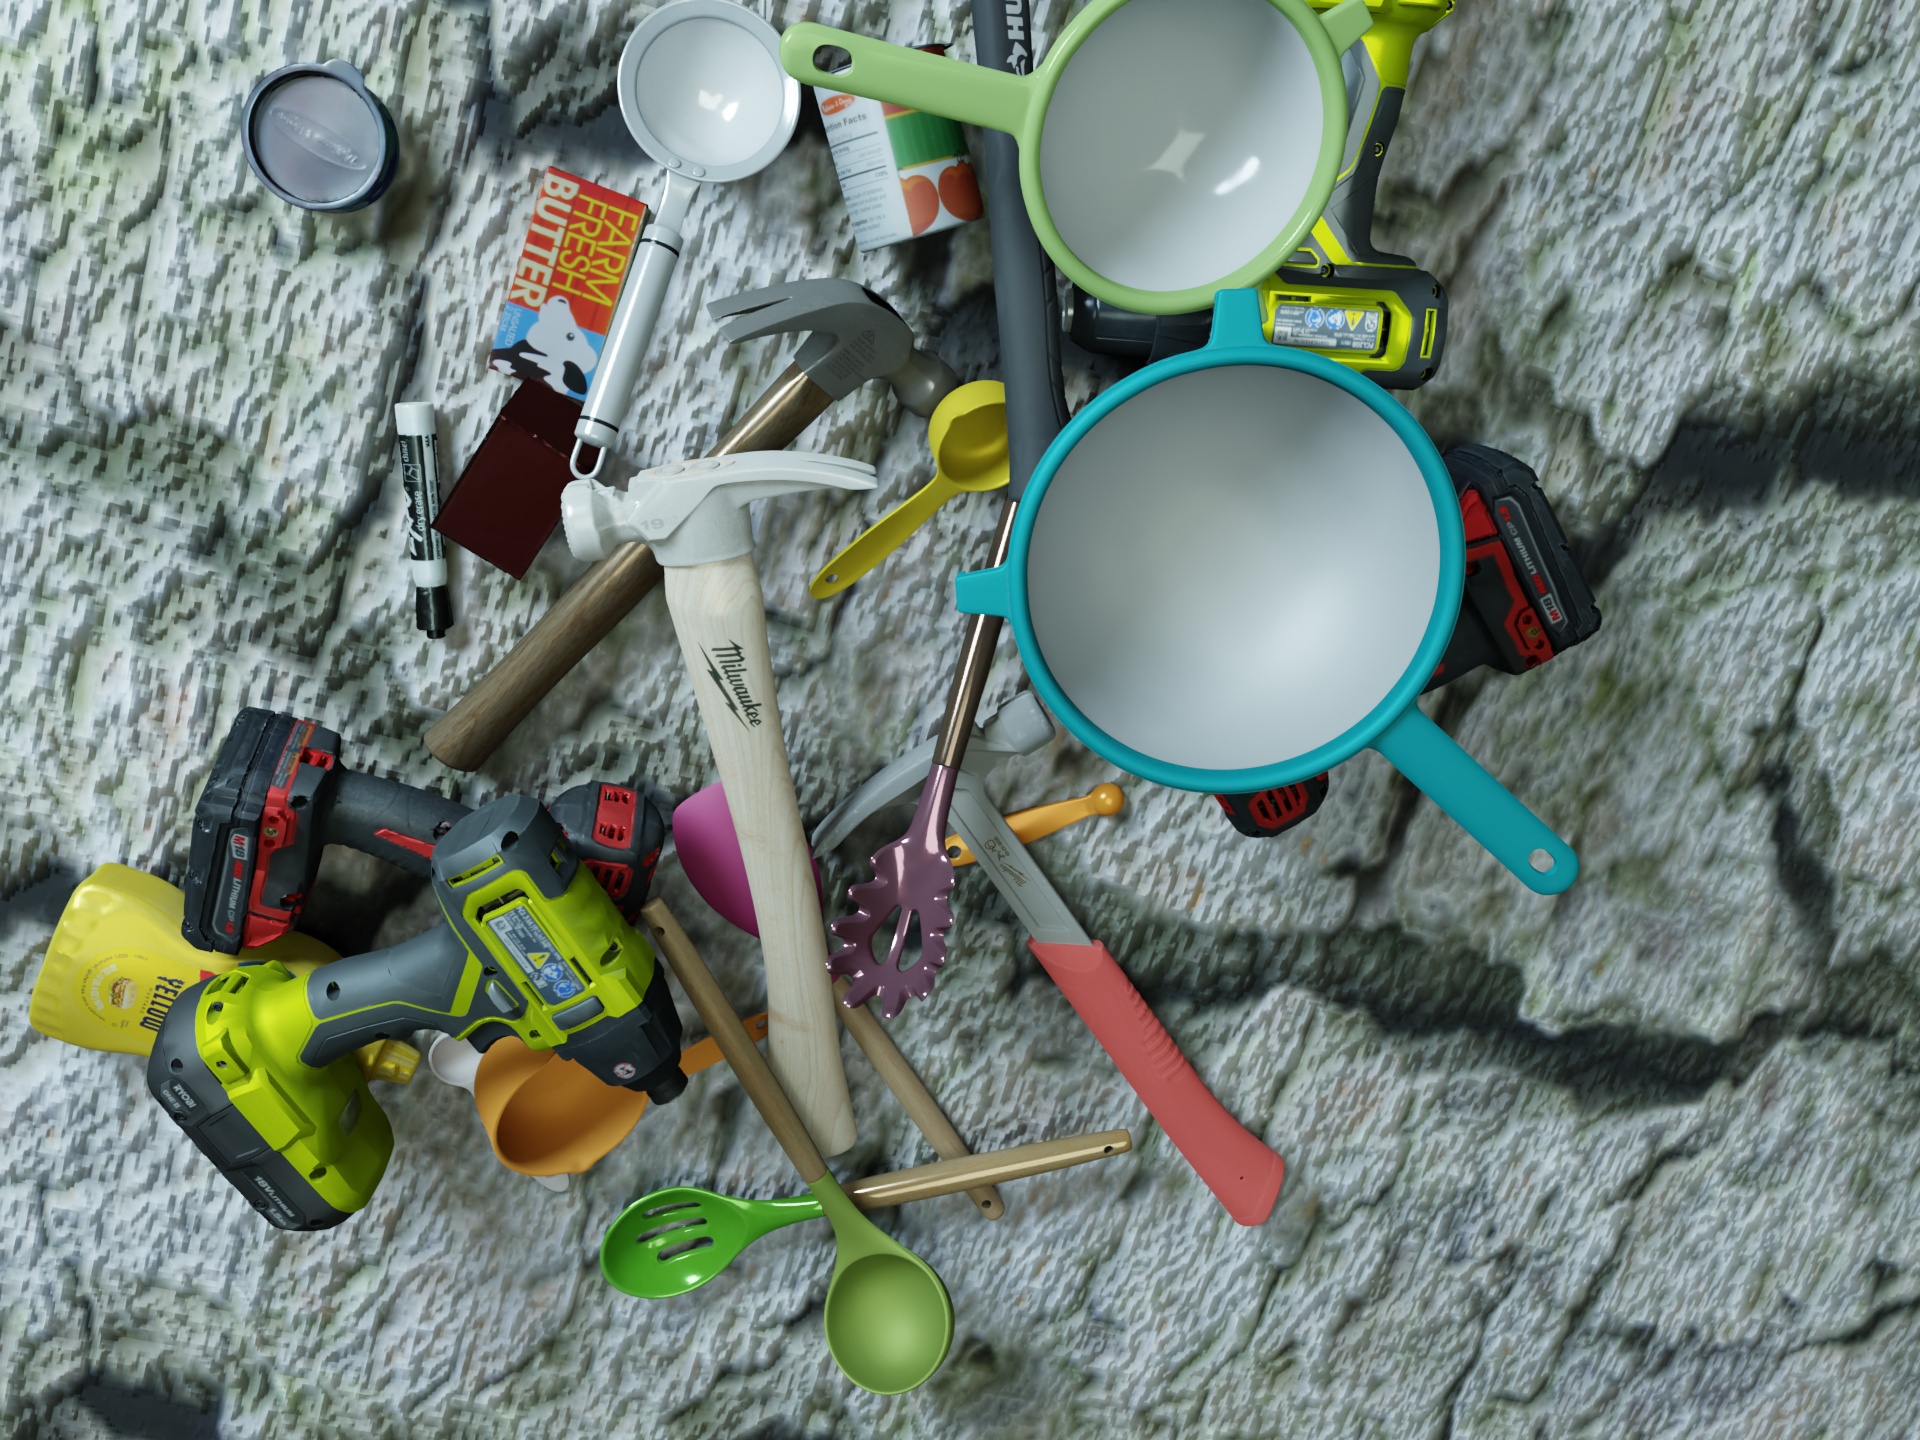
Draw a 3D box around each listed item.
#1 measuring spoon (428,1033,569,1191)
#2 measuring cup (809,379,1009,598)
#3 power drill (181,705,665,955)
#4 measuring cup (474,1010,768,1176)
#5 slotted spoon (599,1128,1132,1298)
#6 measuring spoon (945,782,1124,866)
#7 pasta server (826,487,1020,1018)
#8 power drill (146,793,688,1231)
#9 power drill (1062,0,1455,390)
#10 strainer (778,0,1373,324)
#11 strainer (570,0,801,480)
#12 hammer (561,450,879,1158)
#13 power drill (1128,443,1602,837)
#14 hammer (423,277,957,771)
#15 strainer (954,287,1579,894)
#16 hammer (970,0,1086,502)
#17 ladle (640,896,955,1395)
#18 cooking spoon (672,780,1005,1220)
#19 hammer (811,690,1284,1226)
[{"bbox_3d":[-0.259,0.222,0.908,0.034,0.018,0.124,-29,113,0],"label":"measuring spoon"},{"bbox_3d":[-0.025,-0.120,0.834,0.156,0.029,0.062,-38,139,21],"label":"measuring cup"},{"bbox_3d":[-0.275,0.081,0.827,0.219,0.079,0.143,14,127,-16],"label":"power drill"},{"bbox_3d":[-0.186,0.186,0.891,0.173,0.052,0.095,-20,130,-28],"label":"measuring cup"},{"bbox_3d":[-0.054,0.277,0.925,0.314,0.031,0.070,-12,107,1],"label":"slotted spoon"},{"bbox_3d":[0.038,0.061,0.900,0.117,0.011,0.021,-18,106,-1],"label":"measuring spoon"},{"bbox_3d":[-0.001,-0.003,0.828,0.060,0.040,0.316,15,86,9],"label":"pasta server"},{"bbox_3d":[-0.256,0.153,0.775,0.223,0.080,0.171,-26,112,10],"label":"power drill"},{"bbox_3d":[0.153,-0.281,0.793,0.190,0.080,0.228,3,106,-3],"label":"power drill"},{"bbox_3d":[0.043,-0.273,0.708,0.256,0.069,0.151,7,119,-16],"label":"strainer"},{"bbox_3d":[-0.142,-0.237,0.762,0.087,0.050,0.258,19,85,-11],"label":"strainer"},{"bbox_3d":[-0.089,0.062,0.829,0.146,0.038,0.410,-8,117,-2],"label":"hammer"},{"bbox_3d":[0.203,-0.063,0.858,0.226,0.080,0.187,-31,106,5],"label":"power drill"},{"bbox_3d":[-0.155,-0.093,0.806,0.331,0.031,0.130,-43,144,11],"label":"hammer"},{"bbox_3d":[0.174,-0.038,0.784,0.340,0.095,0.211,40,103,-13],"label":"strainer"},{"bbox_3d":[0.021,-0.272,0.751,0.146,0.035,0.334,-14,104,-38],"label":"hammer"},{"bbox_3d":[-0.093,0.234,0.862,0.078,0.062,0.320,-21,109,16],"label":"ladle"},{"bbox_3d":[-0.061,0.168,0.913,0.069,0.017,0.318,-31,106,6],"label":"cooking spoon"},{"bbox_3d":[0.072,0.160,0.913,0.149,0.037,0.359,-33,107,7],"label":"hammer"}]
